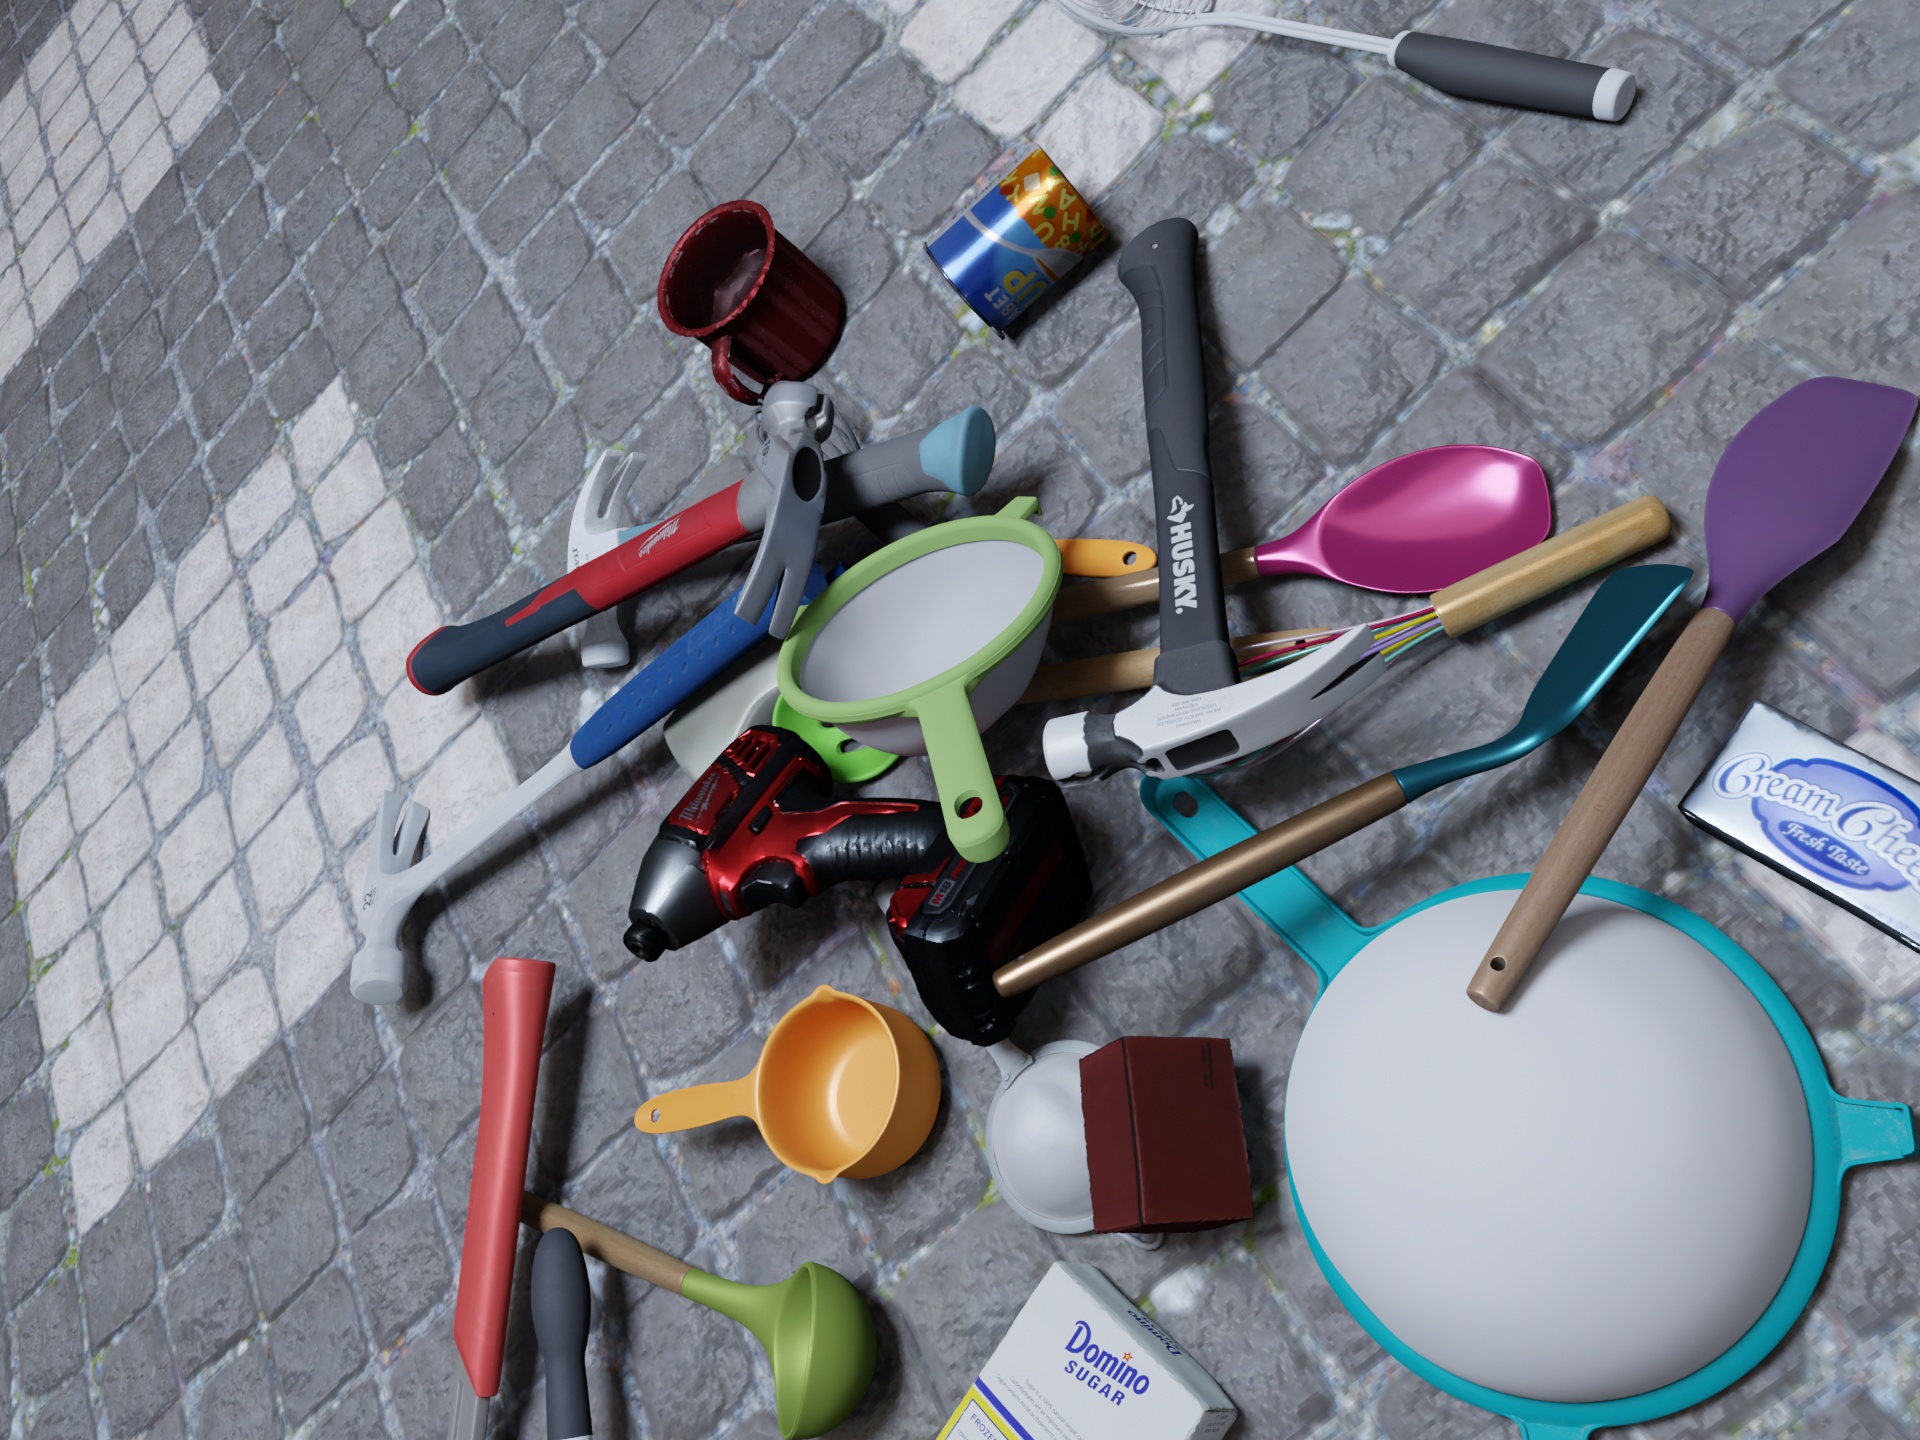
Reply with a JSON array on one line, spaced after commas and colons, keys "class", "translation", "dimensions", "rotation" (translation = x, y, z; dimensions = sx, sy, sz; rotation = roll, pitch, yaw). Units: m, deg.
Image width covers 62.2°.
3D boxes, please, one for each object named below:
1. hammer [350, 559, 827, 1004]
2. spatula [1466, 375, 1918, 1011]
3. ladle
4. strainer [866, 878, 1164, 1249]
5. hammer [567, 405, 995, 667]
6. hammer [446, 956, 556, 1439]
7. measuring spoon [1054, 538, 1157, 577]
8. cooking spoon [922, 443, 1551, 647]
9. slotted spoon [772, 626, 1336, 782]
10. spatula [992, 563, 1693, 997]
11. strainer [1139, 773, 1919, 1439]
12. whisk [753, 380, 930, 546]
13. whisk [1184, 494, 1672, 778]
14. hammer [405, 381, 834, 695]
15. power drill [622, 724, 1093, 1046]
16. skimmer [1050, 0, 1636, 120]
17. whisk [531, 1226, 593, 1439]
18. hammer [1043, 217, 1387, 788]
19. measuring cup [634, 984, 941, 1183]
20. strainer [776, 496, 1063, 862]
[{"class": "hammer", "translation": [-0.234, 0.019, 0.947], "dimensions": [0.405, 0.035, 0.144], "rotation": [-35, 46, 26]}, {"class": "spatula", "translation": [0.275, -0.020, 0.609], "dimensions": [0.060, 0.018, 0.316], "rotation": [23, 68, 38]}, {"class": "ladle", "translation": [-0.167, 0.285, 0.825], "dimensions": [0.320, 0.062, 0.078], "rotation": [6, 84, 39]}, {"class": "strainer", "translation": [0.010, 0.148, 0.766], "dimensions": [0.087, 0.050, 0.259], "rotation": [-48, 49, 10]}, {"class": "hammer", "translation": [-0.115, -0.118, 0.914], "dimensions": [0.331, 0.033, 0.128], "rotation": [-10, 86, 38]}, {"class": "hammer", "translation": [-0.251, 0.309, 0.855], "dimensions": [0.149, 0.036, 0.359], "rotation": [-9, 72, 43]}, {"class": "measuring spoon", "translation": [0.052, -0.089, 0.845], "dimensions": [0.117, 0.011, 0.021], "rotation": [8, 77, 36]}, {"class": "cooking spoon", "translation": [0.121, -0.072, 0.777], "dimensions": [0.319, 0.017, 0.069], "rotation": [-11, 74, 27]}, {"class": "slotted spoon", "translation": [0.039, -0.016, 0.816], "dimensions": [0.314, 0.031, 0.070], "rotation": [-9, 91, 29]}, {"class": "spatula", "translation": [0.151, 0.030, 0.652], "dimensions": [0.317, 0.082, 0.044], "rotation": [-28, 94, 4]}, {"class": "strainer", "translation": [0.170, 0.114, 0.632], "dimensions": [0.211, 0.095, 0.341], "rotation": [-50, 54, 8]}, {"class": "whisk", "translation": [-0.049, -0.126, 0.911], "dimensions": [0.055, 0.055, 0.239], "rotation": [-50, 57, 8]}, {"class": "whisk", "translation": [0.191, -0.036, 0.704], "dimensions": [0.245, 0.047, 0.051], "rotation": [-26, 34, 18]}, {"class": "hammer", "translation": [-0.218, -0.064, 0.926], "dimensions": [0.386, 0.038, 0.143], "rotation": [-19, 53, 41]}, {"class": "power drill", "translation": [-0.060, 0.077, 0.781], "dimensions": [0.220, 0.078, 0.143], "rotation": [9, 47, 34]}, {"class": "skimmer", "translation": [0.178, -0.386, 0.824], "dimensions": [0.127, 0.090, 0.364], "rotation": [-40, 50, -24]}, {"class": "whisk", "translation": [-0.189, 0.396, 0.780], "dimensions": [0.070, 0.070, 0.285], "rotation": [-23, 64, 26]}, {"class": "hammer", "translation": [0.111, -0.125, 0.764], "dimensions": [0.146, 0.035, 0.335], "rotation": [-14, 52, 22]}, {"class": "measuring cup", "translation": [-0.087, 0.193, 0.808], "dimensions": [0.173, 0.052, 0.095], "rotation": [-18, 63, 30]}, {"class": "strainer", "translation": [-0.001, -0.002, 0.737], "dimensions": [0.151, 0.069, 0.257], "rotation": [-25, 34, 6]}]
